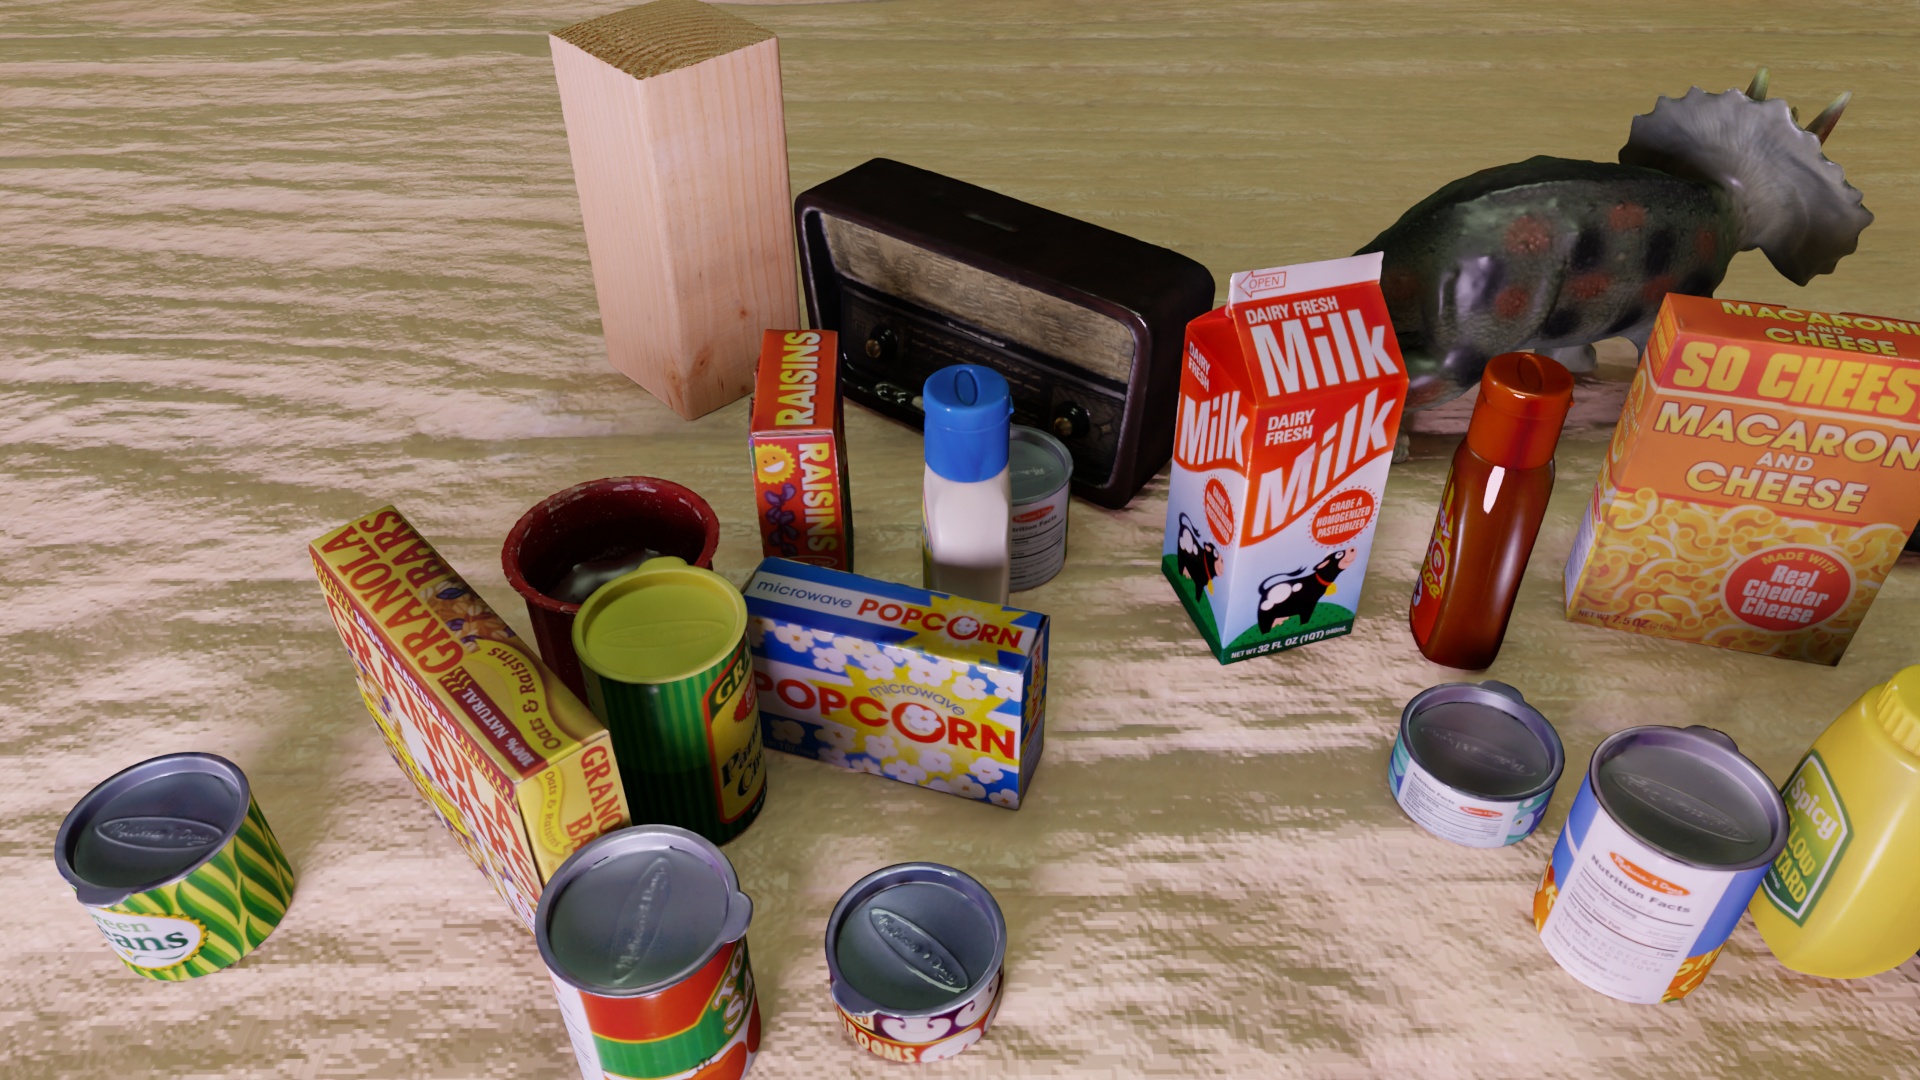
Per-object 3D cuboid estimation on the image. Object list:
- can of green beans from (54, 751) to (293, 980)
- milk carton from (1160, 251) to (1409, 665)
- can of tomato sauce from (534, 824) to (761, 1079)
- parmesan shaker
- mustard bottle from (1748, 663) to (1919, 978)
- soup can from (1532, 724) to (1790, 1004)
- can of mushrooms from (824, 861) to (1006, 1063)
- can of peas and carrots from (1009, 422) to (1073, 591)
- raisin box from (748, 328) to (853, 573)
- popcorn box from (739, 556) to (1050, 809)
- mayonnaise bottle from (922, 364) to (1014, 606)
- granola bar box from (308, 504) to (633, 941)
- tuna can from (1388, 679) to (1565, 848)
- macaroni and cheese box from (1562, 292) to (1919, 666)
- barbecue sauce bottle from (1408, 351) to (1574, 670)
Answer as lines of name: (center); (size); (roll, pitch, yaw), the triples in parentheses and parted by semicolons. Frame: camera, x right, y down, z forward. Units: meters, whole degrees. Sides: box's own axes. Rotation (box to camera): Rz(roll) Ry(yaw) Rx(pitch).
can of green beans: (-0.298, 0.125, 0.532); (0.071, 0.057, 0.071); (0, 40, 0)
milk carton: (0.144, -0.041, 0.628); (0.072, 0.189, 0.074); (-11, 41, -13)
can of tomato sauce: (-0.103, 0.151, 0.481); (0.071, 0.082, 0.071); (0, 40, 0)
parmesan shaker: (-0.115, 0.068, 0.565); (0.071, 0.102, 0.072); (0, 40, 0)
mustard bottle: (0.331, 0.090, 0.494); (0.049, 0.159, 0.066); (3, 40, 4)
soup can: (0.259, 0.120, 0.518); (0.071, 0.083, 0.072); (0, 40, 0)
can of mushrooms: (-0.018, 0.156, 0.512); (0.071, 0.033, 0.071); (0, 40, 0)
can of peas and carrots: (0.022, -0.018, 0.702); (0.071, 0.058, 0.071); (0, 40, 0)
raisin box: (-0.074, -0.027, 0.662); (0.040, 0.122, 0.086); (-1, 40, -1)
popcorn box: (-0.029, 0.060, 0.588); (0.127, 0.084, 0.038); (11, 41, 13)
mayonnaise bottle: (0.002, -0.008, 0.621); (0.041, 0.147, 0.065); (-3, 40, -3)
granola bar box: (-0.185, 0.078, 0.536); (0.039, 0.123, 0.166); (-30, 48, -31)
tuna can: (0.218, 0.093, 0.589); (0.071, 0.032, 0.071); (0, 40, 0)
macaroni and cheese box: (0.359, -0.025, 0.628); (0.124, 0.165, 0.040); (10, 41, 11)
barbecue sauce bottle: (0.239, -0.013, 0.627); (0.044, 0.147, 0.065); (8, 40, 9)
